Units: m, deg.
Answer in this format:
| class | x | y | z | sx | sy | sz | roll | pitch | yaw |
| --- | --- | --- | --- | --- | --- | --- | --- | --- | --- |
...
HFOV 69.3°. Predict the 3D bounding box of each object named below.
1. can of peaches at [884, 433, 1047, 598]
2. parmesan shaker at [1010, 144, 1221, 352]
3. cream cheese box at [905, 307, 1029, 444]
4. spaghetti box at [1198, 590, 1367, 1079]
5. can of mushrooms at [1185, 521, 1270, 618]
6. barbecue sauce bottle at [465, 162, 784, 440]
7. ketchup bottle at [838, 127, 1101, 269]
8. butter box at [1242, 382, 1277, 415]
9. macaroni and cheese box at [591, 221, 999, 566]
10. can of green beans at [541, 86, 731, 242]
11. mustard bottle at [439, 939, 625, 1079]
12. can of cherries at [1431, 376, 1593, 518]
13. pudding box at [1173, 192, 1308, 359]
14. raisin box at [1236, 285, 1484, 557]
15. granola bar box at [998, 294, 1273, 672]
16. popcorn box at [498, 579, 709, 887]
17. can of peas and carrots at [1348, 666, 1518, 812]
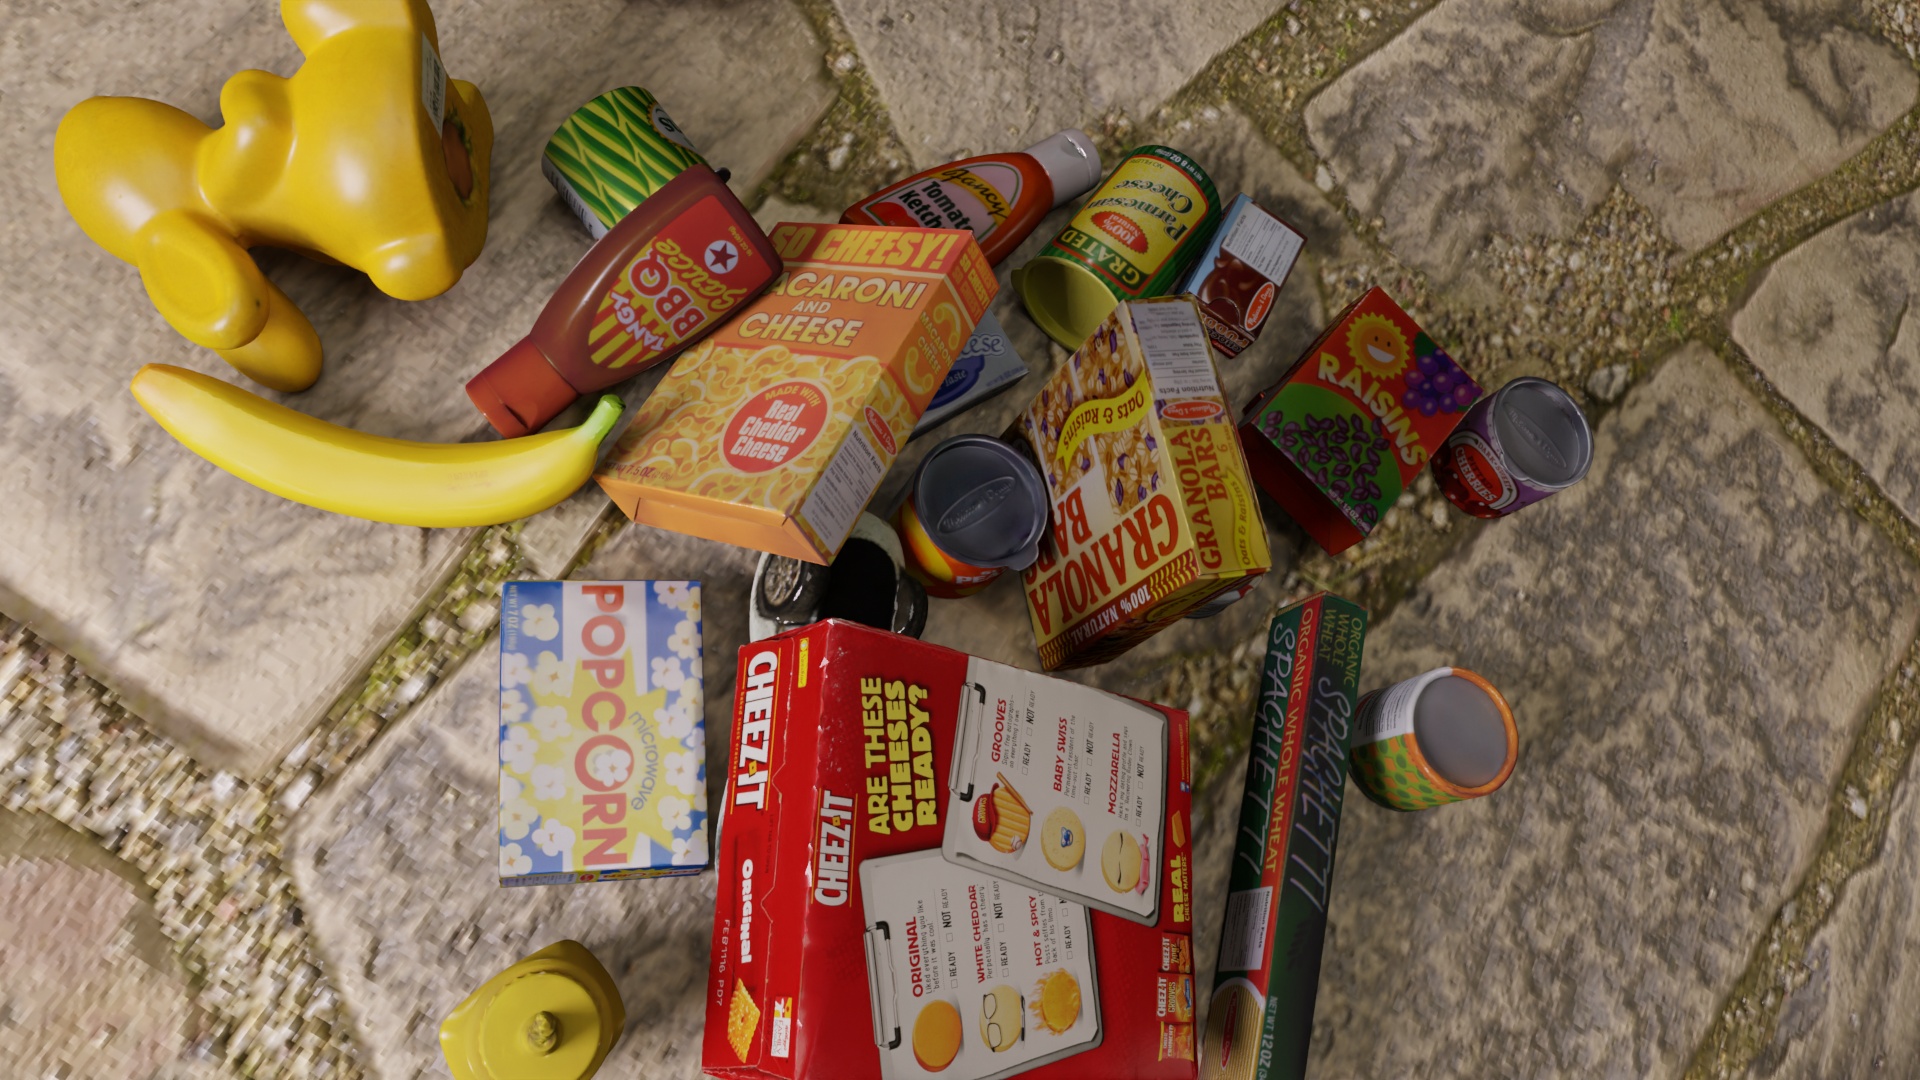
| class | x | y | z | sx | sy | sz | roll | pitch | yaw |
| --- | --- | --- | --- | --- | --- | --- | --- | --- | --- |
| can of peaches | 0.002 | -0.008 | 0.669 | 0.071 | 0.058 | 0.071 | 6 | 70 | -17 |
| parmesan shaker | 0.085 | -0.158 | 0.744 | 0.071 | 0.071 | 0.103 | 40 | 64 | -2 |
| cream cheese box | -0.020 | -0.084 | 0.706 | 0.104 | 0.024 | 0.053 | -30 | 83 | -25 |
| spaghetti box | 0.157 | 0.145 | 0.671 | 0.029 | 0.050 | 0.251 | 20 | 66 | -13 |
| can of mushrooms | 0.125 | 0.002 | 0.719 | 0.071 | 0.033 | 0.071 | 5 | 70 | -16 |
| barbecue sauce bottle | -0.156 | -0.103 | 0.634 | 0.148 | 0.044 | 0.064 | -40 | 130 | -4 |
| ketchup bottle | 0.010 | -0.175 | 0.737 | 0.149 | 0.043 | 0.065 | -33 | 78 | -26 |
| butter box | 0.214 | -0.078 | 0.781 | 0.104 | 0.024 | 0.053 | -29 | 83 | -25 |
| macaroni and cheese box | -0.073 | -0.074 | 0.639 | 0.124 | 0.040 | 0.167 | 11 | 59 | 34 |
| can of green beans | -0.158 | -0.175 | 0.670 | 0.071 | 0.071 | 0.058 | -37 | 86 | -25 |
| mustard bottle | -0.152 | 0.176 | 0.498 | 0.065 | 0.159 | 0.049 | -33 | 86 | -23 |
| can of cherries | 0.309 | -0.050 | 0.785 | 0.071 | 0.058 | 0.071 | 6 | 71 | -17 |
| pudding box | 0.156 | -0.150 | 0.784 | 0.049 | 0.030 | 0.084 | 33 | 65 | -6 |
| raisin box | 0.210 | -0.065 | 0.739 | 0.086 | 0.040 | 0.124 | 44 | 67 | 1 |
| granola bar box | 0.071 | -0.019 | 0.636 | 0.039 | 0.165 | 0.124 | -7 | 74 | -21 |
| popcorn box | -0.154 | 0.081 | 0.597 | 0.085 | 0.038 | 0.127 | 1 | 72 | -18 |
| can of peas and carrots | 0.241 | 0.103 | 0.708 | 0.071 | 0.058 | 0.071 | 6 | 71 | -16 |
